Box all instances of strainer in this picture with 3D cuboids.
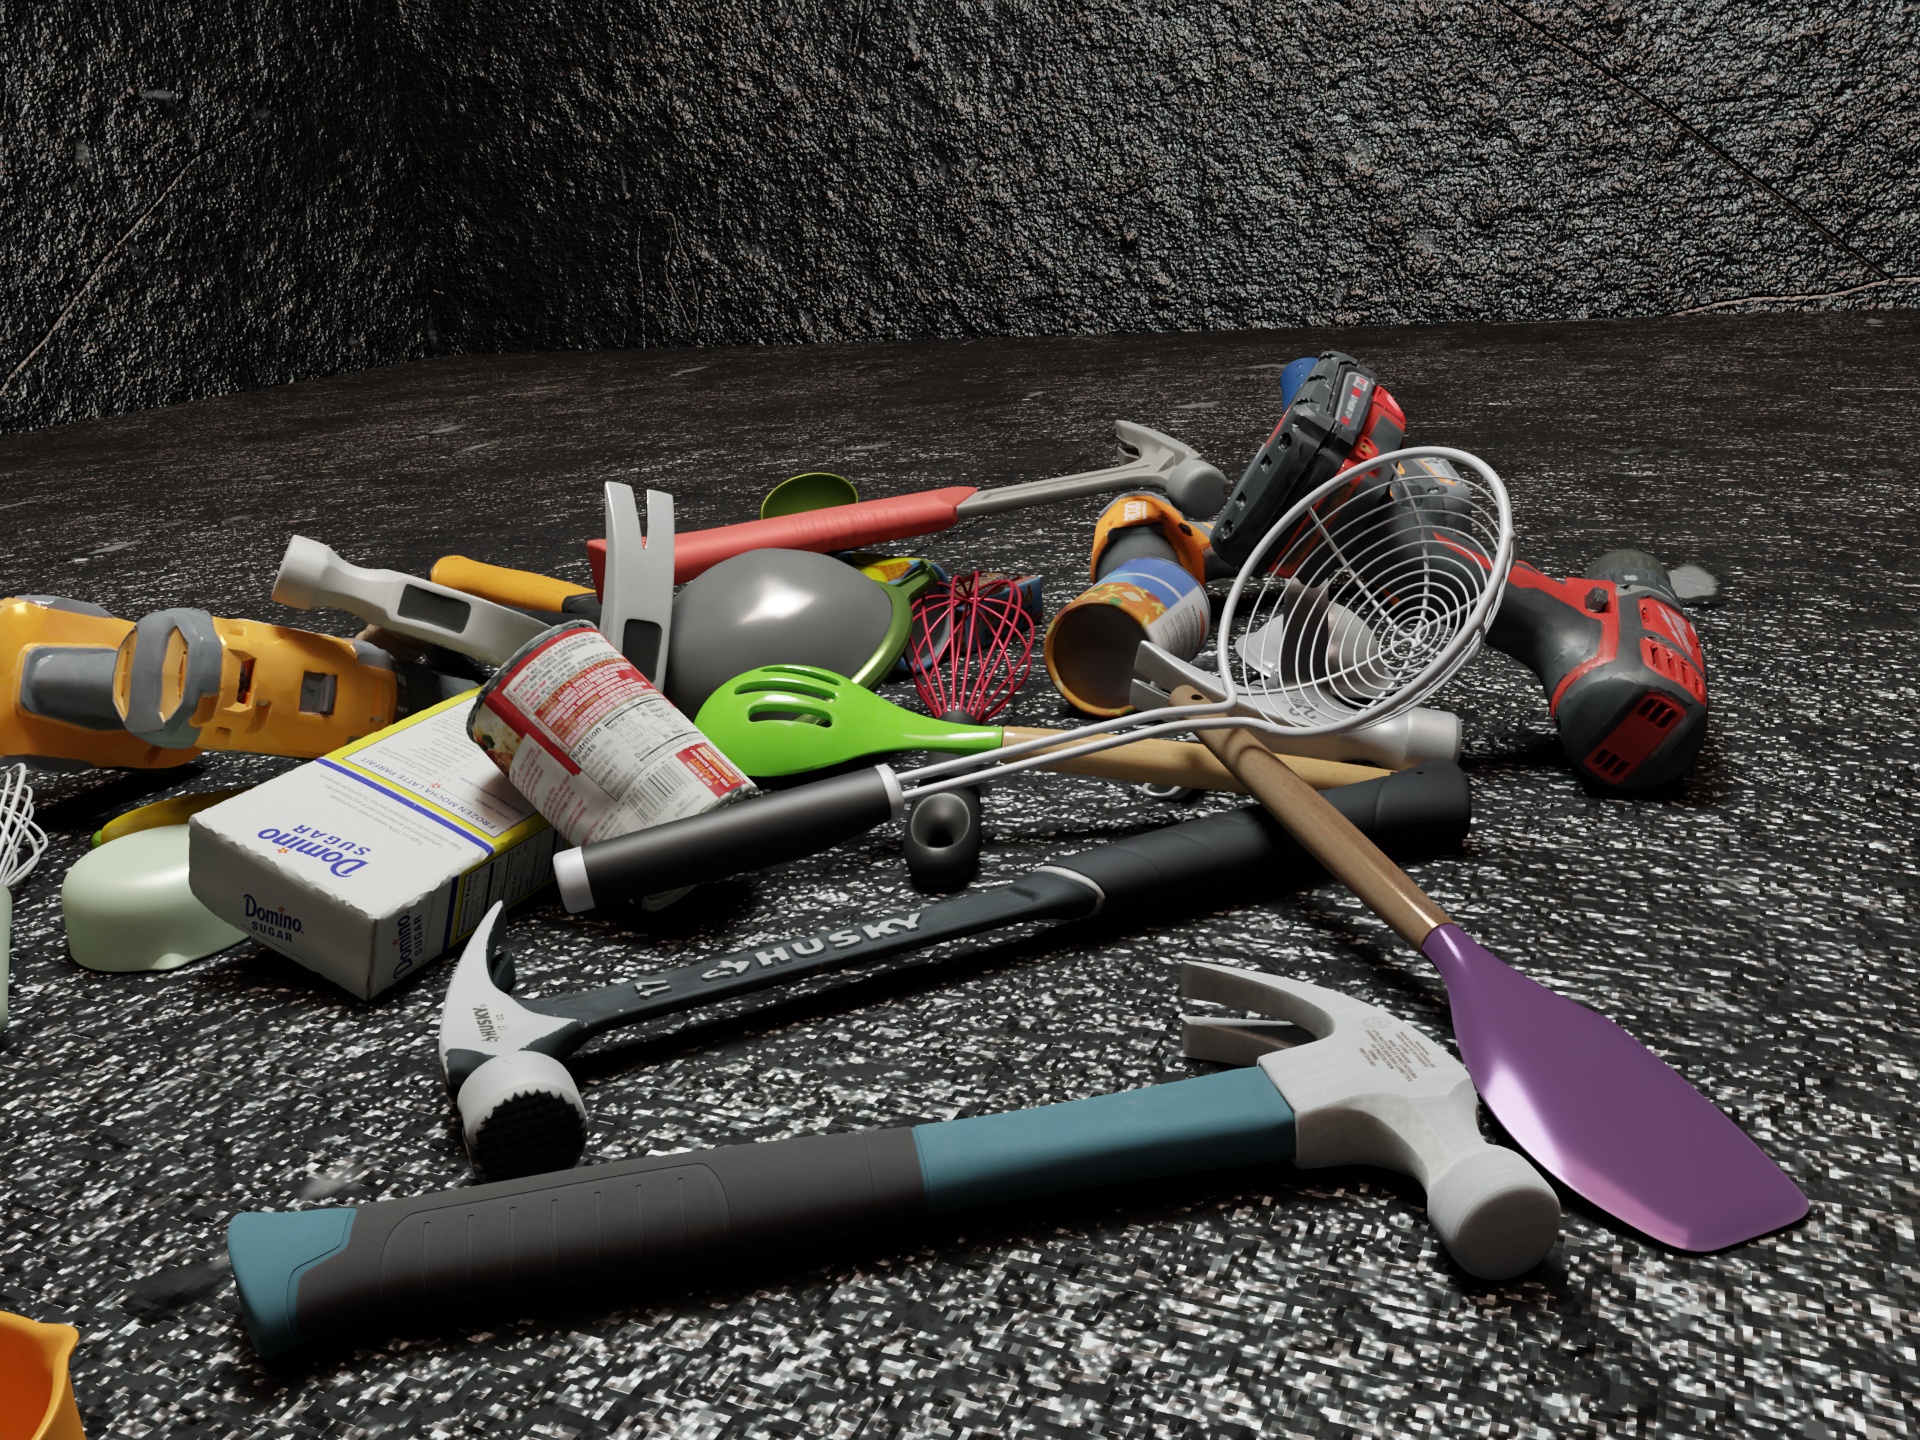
[{"bbox_3d":[0.153,-0.014,0.786,0.087,0.050,0.258,22,32,25],"label":"strainer"},{"bbox_3d":[-0.146,-0.043,0.831,0.256,0.069,0.151,-3,39,36],"label":"strainer"}]

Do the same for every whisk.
[{"bbox_3d":[-0.001,-0.002,0.763,0.073,0.073,0.296,-3,25,5],"label":"whisk"},{"bbox_3d":[-0.403,0.072,0.652,0.058,0.059,0.247,-47,34,-7],"label":"whisk"}]

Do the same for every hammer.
[{"bbox_3d":[-0.258,-0.083,1.084,0.337,0.034,0.127,14,26,42],"label":"hammer"},{"bbox_3d":[-0.296,-0.045,0.851,0.130,0.031,0.331,18,-8,-22],"label":"hammer"},{"bbox_3d":[0.181,-0.104,0.851,0.144,0.035,0.406,11,36,6],"label":"hammer"},{"bbox_3d":[0.018,0.067,0.583,0.409,0.036,0.149,-12,19,-22],"label":"hammer"},{"bbox_3d":[-0.241,-0.053,0.882,0.035,0.146,0.335,8,0,-34],"label":"hammer"},{"bbox_3d":[-0.025,0.123,0.426,0.331,0.033,0.128,-7,20,-8],"label":"hammer"},{"bbox_3d":[-0.035,-0.121,0.928,0.359,0.036,0.149,-12,23,-13],"label":"hammer"}]

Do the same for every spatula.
[{"bbox_3d":[0.143,0.060,0.531,0.059,0.018,0.316,-11,30,-16],"label":"spatula"}]

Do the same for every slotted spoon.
[{"bbox_3d":[0.043,0.011,0.674,0.313,0.031,0.070,7,38,-2],"label":"slotted spoon"}]

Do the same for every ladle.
[{"bbox_3d":[-0.140,-0.135,1.114,0.078,0.062,0.320,1,12,11],"label":"ladle"}]

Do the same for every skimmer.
[{"bbox_3d":[0.028,-0.014,0.578,0.363,0.090,0.127,-15,32,-12],"label":"skimmer"}]

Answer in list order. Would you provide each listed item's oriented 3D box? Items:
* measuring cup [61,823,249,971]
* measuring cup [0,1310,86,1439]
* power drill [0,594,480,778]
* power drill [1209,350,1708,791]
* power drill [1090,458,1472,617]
[{"bbox_3d":[-0.282,0.059,0.662,0.167,0.038,0.083,-13,20,-20],"label":"measuring cup"},{"bbox_3d":[-0.189,0.174,0.287,0.174,0.052,0.095,16,27,42],"label":"measuring cup"},{"bbox_3d":[-0.357,-0.011,0.777,0.226,0.084,0.185,1,-6,32],"label":"power drill"},{"bbox_3d":[0.242,-0.076,0.740,0.226,0.080,0.188,33,34,3],"label":"power drill"},{"bbox_3d":[0.193,-0.103,0.979,0.226,0.084,0.164,-5,21,9],"label":"power drill"}]
